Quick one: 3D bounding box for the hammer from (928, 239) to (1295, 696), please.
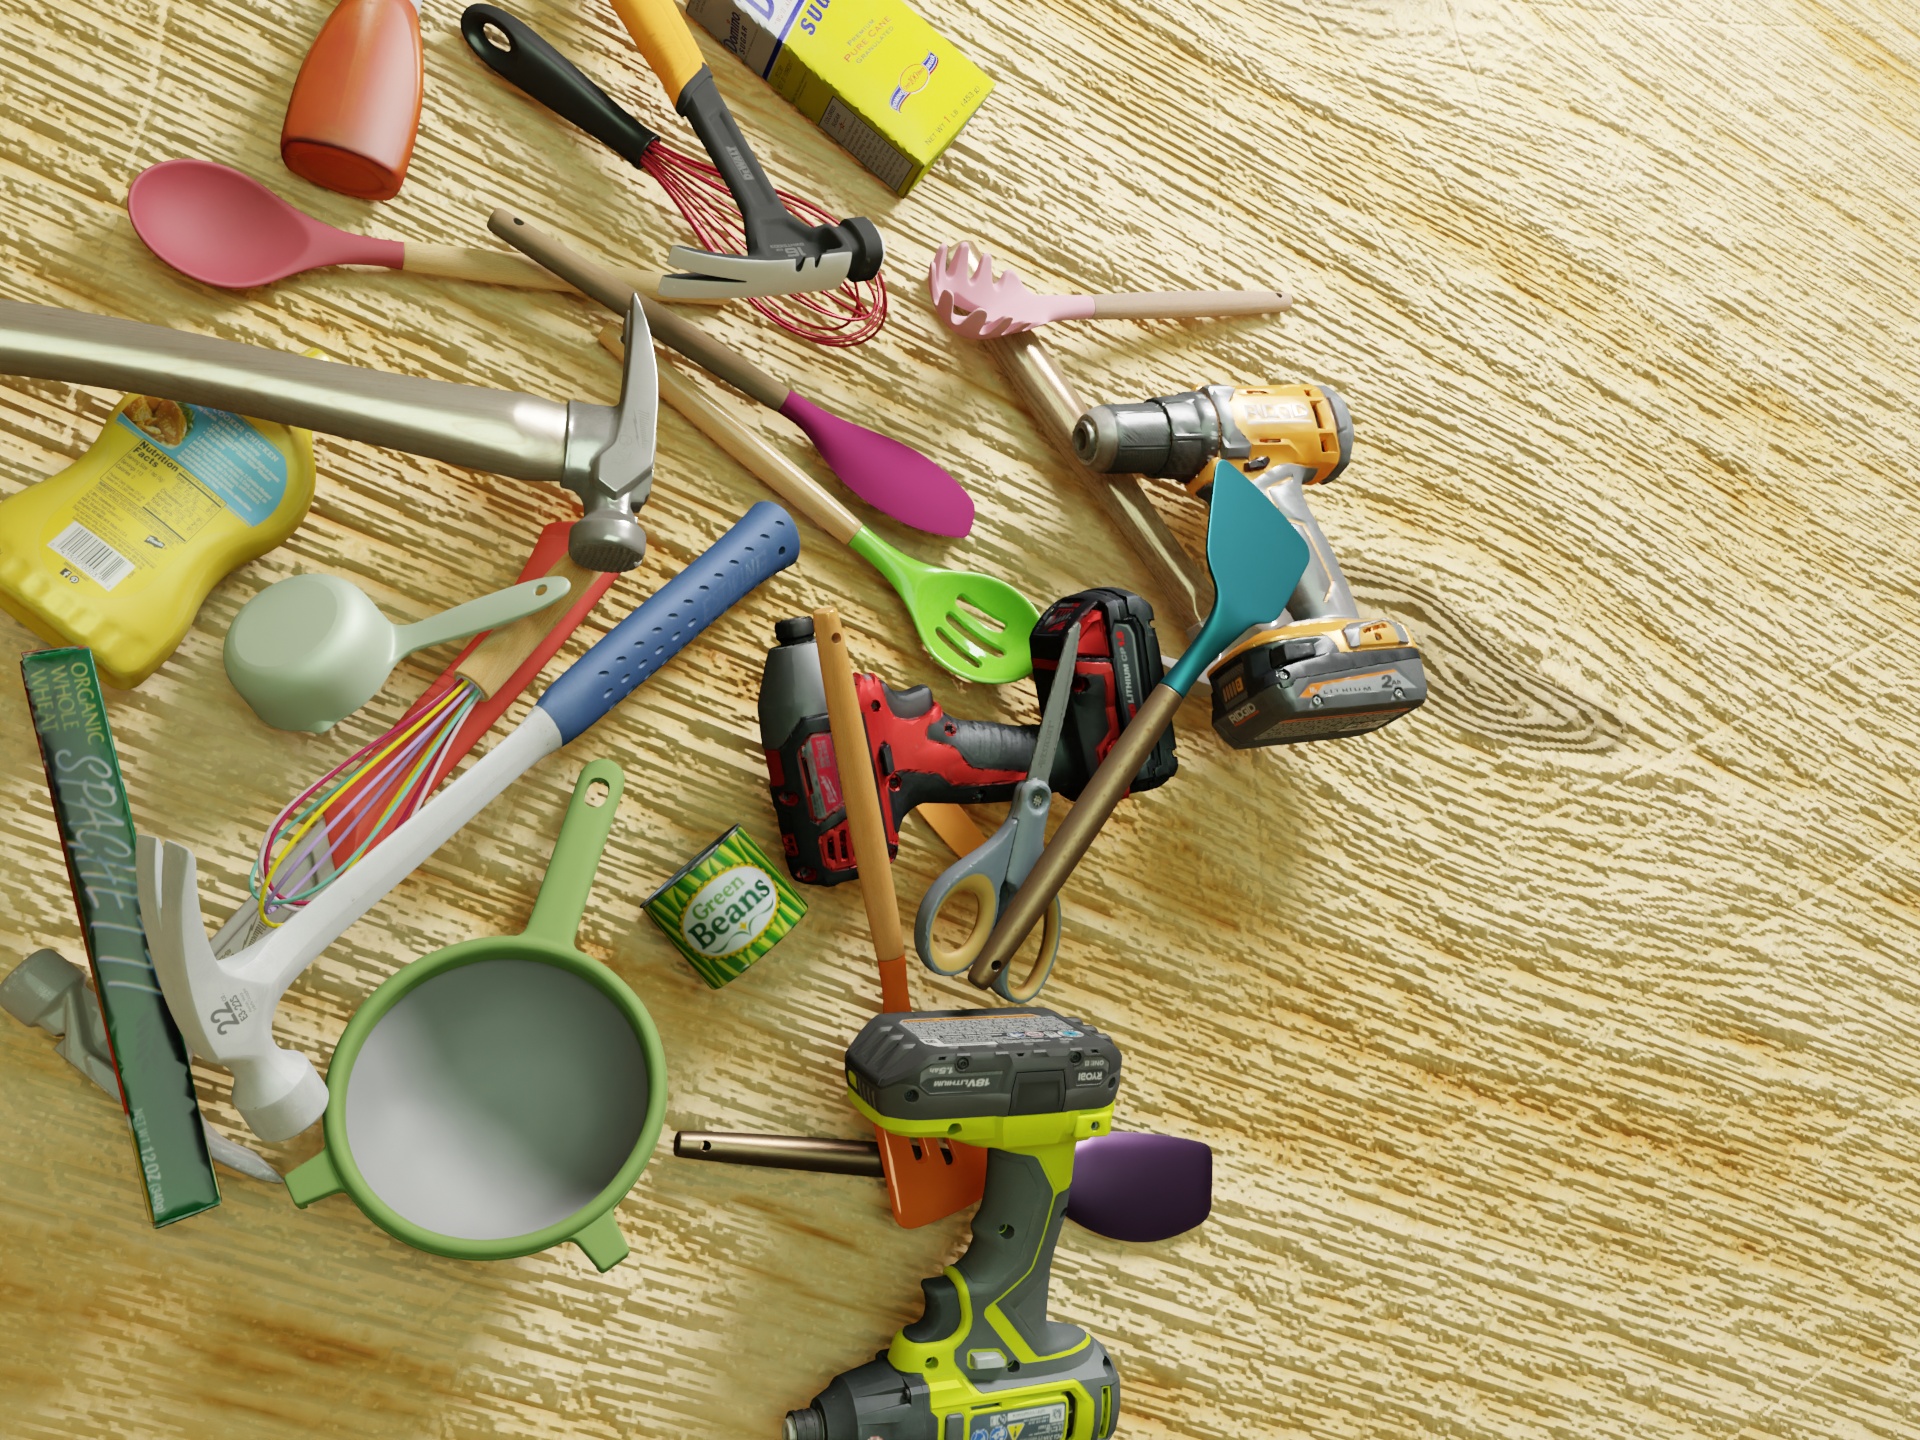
[{"bbox_3d":[0.086,-0.158,1.000,0.130,0.031,0.331,-36,91,-28],"label":"hammer"}]

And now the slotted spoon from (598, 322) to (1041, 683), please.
[{"bbox_3d":[-0.080,-0.125,0.921,0.313,0.031,0.070,38,64,-7],"label":"slotted spoon"}]

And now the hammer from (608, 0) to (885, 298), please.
[{"bbox_3d":[-0.168,-0.372,0.899,0.127,0.034,0.337,-15,66,-31],"label":"hammer"}]

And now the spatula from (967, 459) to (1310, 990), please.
[{"bbox_3d":[0.093,0.006,0.844,0.082,0.044,0.317,40,79,-25],"label":"spatula"}]

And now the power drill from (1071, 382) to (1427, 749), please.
[{"bbox_3d":[0.172,-0.101,0.960,0.185,0.084,0.226,-5,72,-25],"label":"power drill"}]

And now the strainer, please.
[{"bbox_3d":[-0.207,0.139,0.774,0.151,0.069,0.257,13,55,-5],"label":"strainer"}]

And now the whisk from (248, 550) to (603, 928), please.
[{"bbox_3d":[-0.250,0.001,0.765,0.245,0.051,0.047,-55,134,-29],"label":"whisk"}]

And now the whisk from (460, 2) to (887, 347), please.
[{"bbox_3d":[-0.165,-0.318,0.922,0.296,0.073,0.073,36,64,-5],"label":"whisk"}]

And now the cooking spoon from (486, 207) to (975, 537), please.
[{"bbox_3d":[-0.123,-0.197,0.908,0.318,0.017,0.069,30,42,-17],"label":"cooking spoon"}]

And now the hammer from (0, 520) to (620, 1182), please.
[{"bbox_3d":[-0.275,0.040,0.782,0.149,0.036,0.359,40,64,-9],"label":"hammer"}]

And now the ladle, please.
[{"bbox_3d":[-0.278,-0.253,0.870,0.315,0.031,0.069,1,78,-26],"label":"ladle"}]

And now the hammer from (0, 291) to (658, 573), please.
[{"bbox_3d":[-0.348,-0.170,0.743,0.410,0.038,0.146,7,70,-21],"label":"hammer"}]

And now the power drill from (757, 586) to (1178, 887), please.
[{"bbox_3d":[-0.001,-0.003,0.869,0.219,0.078,0.143,-14,98,-17],"label":"power drill"}]

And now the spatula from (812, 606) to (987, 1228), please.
[{"bbox_3d":[-0.035,0.100,0.817,0.081,0.041,0.322,-18,106,-31],"label":"spatula"}]

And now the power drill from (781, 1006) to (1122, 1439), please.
[{"bbox_3d":[0.000,0.263,0.791,0.171,0.080,0.223,2,94,-24],"label":"power drill"}]

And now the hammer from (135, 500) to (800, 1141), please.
[{"bbox_3d":[-0.207,0.005,0.762,0.406,0.035,0.144,-49,137,-40],"label":"hammer"}]

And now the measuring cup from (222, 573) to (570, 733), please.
[{"bbox_3d":[-0.272,-0.049,0.761,0.167,0.038,0.083,-17,55,2],"label":"measuring cup"}]

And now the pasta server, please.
[{"bbox_3d":[0.105,-0.269,1.014,0.316,0.040,0.060,-12,64,-36],"label":"pasta server"}]

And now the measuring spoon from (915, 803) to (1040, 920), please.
[{"bbox_3d":[0.005,0.073,0.912,0.021,0.011,0.117,-41,90,-23],"label":"measuring spoon"}]

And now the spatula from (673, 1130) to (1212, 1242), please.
[{"bbox_3d":[0.001,0.242,0.855,0.315,0.018,0.060,12,73,-21],"label":"spatula"}]
